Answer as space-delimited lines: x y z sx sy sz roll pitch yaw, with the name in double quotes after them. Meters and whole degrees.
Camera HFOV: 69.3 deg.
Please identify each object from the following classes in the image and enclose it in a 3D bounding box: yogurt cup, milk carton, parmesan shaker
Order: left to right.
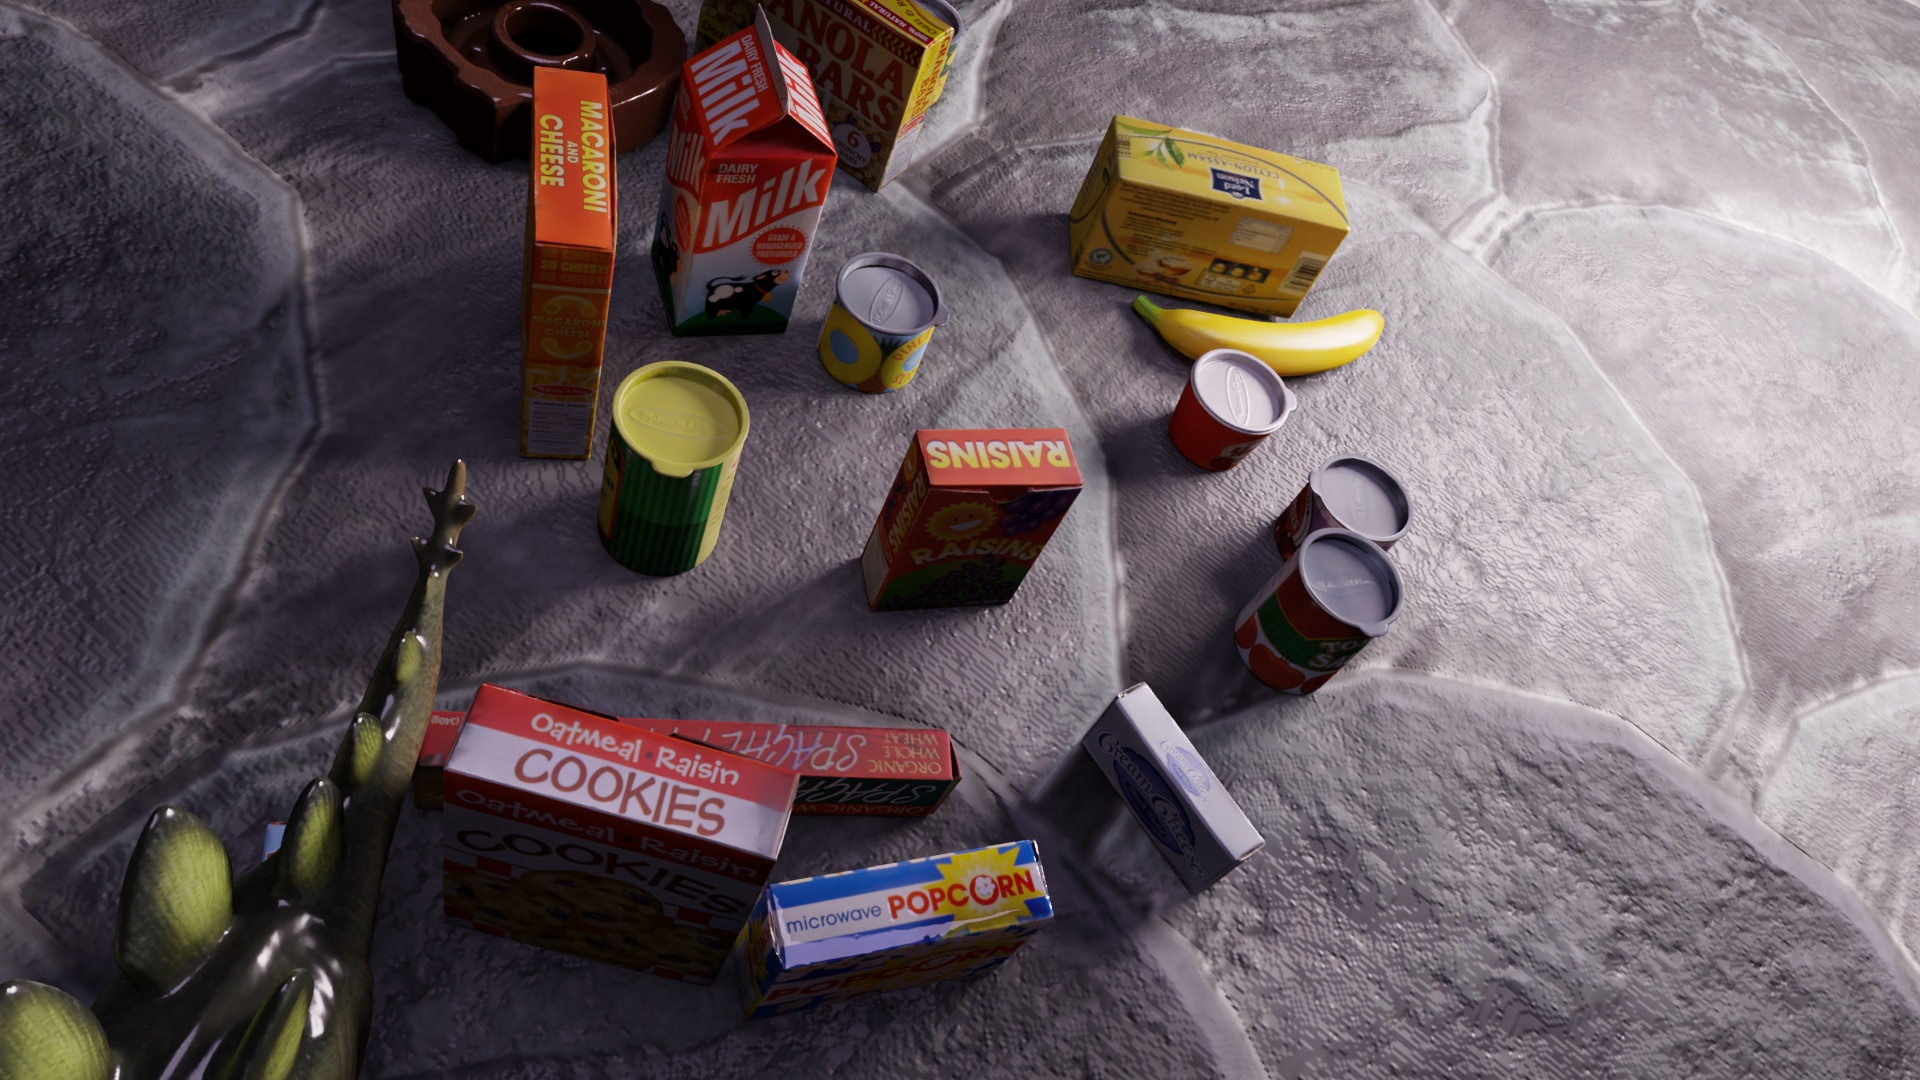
-0.151 -0.032 0.714 0.071 0.102 0.071 10 54 -14 "parmesan shaker"
-0.123 -0.203 0.787 0.073 0.189 0.072 -6 60 -24 "milk carton"
0.170 -0.082 0.898 0.072 0.053 0.073 10 54 -14 "yogurt cup"

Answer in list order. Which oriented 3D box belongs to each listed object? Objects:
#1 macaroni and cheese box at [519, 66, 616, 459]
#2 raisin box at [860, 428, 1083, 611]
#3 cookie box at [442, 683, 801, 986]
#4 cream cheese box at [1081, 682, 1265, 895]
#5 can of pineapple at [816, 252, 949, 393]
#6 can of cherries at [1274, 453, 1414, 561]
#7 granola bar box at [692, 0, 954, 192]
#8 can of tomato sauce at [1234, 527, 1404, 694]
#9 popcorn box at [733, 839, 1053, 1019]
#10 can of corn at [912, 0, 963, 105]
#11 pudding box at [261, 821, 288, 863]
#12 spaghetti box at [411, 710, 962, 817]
-0.208 -0.141 0.728 0.040 0.165 0.124 1 57 -19 "macaroni and cheese box"
0.003 -0.009 0.742 0.086 0.122 0.040 -1 58 -21 "raisin box"
-0.144 0.126 0.567 0.123 0.166 0.040 17 53 -9 "cookie box"
0.109 0.131 0.729 0.024 0.053 0.104 -24 68 -32 "cream cheese box"
-0.049 -0.131 0.849 0.071 0.057 0.071 10 54 -14 "can of pineapple"
0.238 -0.013 0.872 0.071 0.058 0.072 10 54 -14 "can of cherries"
-0.097 -0.329 0.926 0.165 0.123 0.039 36 52 6 "granola bar box"
0.208 0.044 0.806 0.071 0.082 0.071 10 54 -14 "can of tomato sauce"
-0.032 0.176 0.625 0.127 0.084 0.038 -4 59 -23 "popcorn box"
-0.038 -0.354 1.007 0.071 0.058 0.071 10 54 -14 "can of corn"
-0.270 0.163 0.569 0.030 0.049 0.084 2 56 -19 "pudding box"
-0.126 0.108 0.660 0.250 0.050 0.029 4 56 -17 "spaghetti box"
